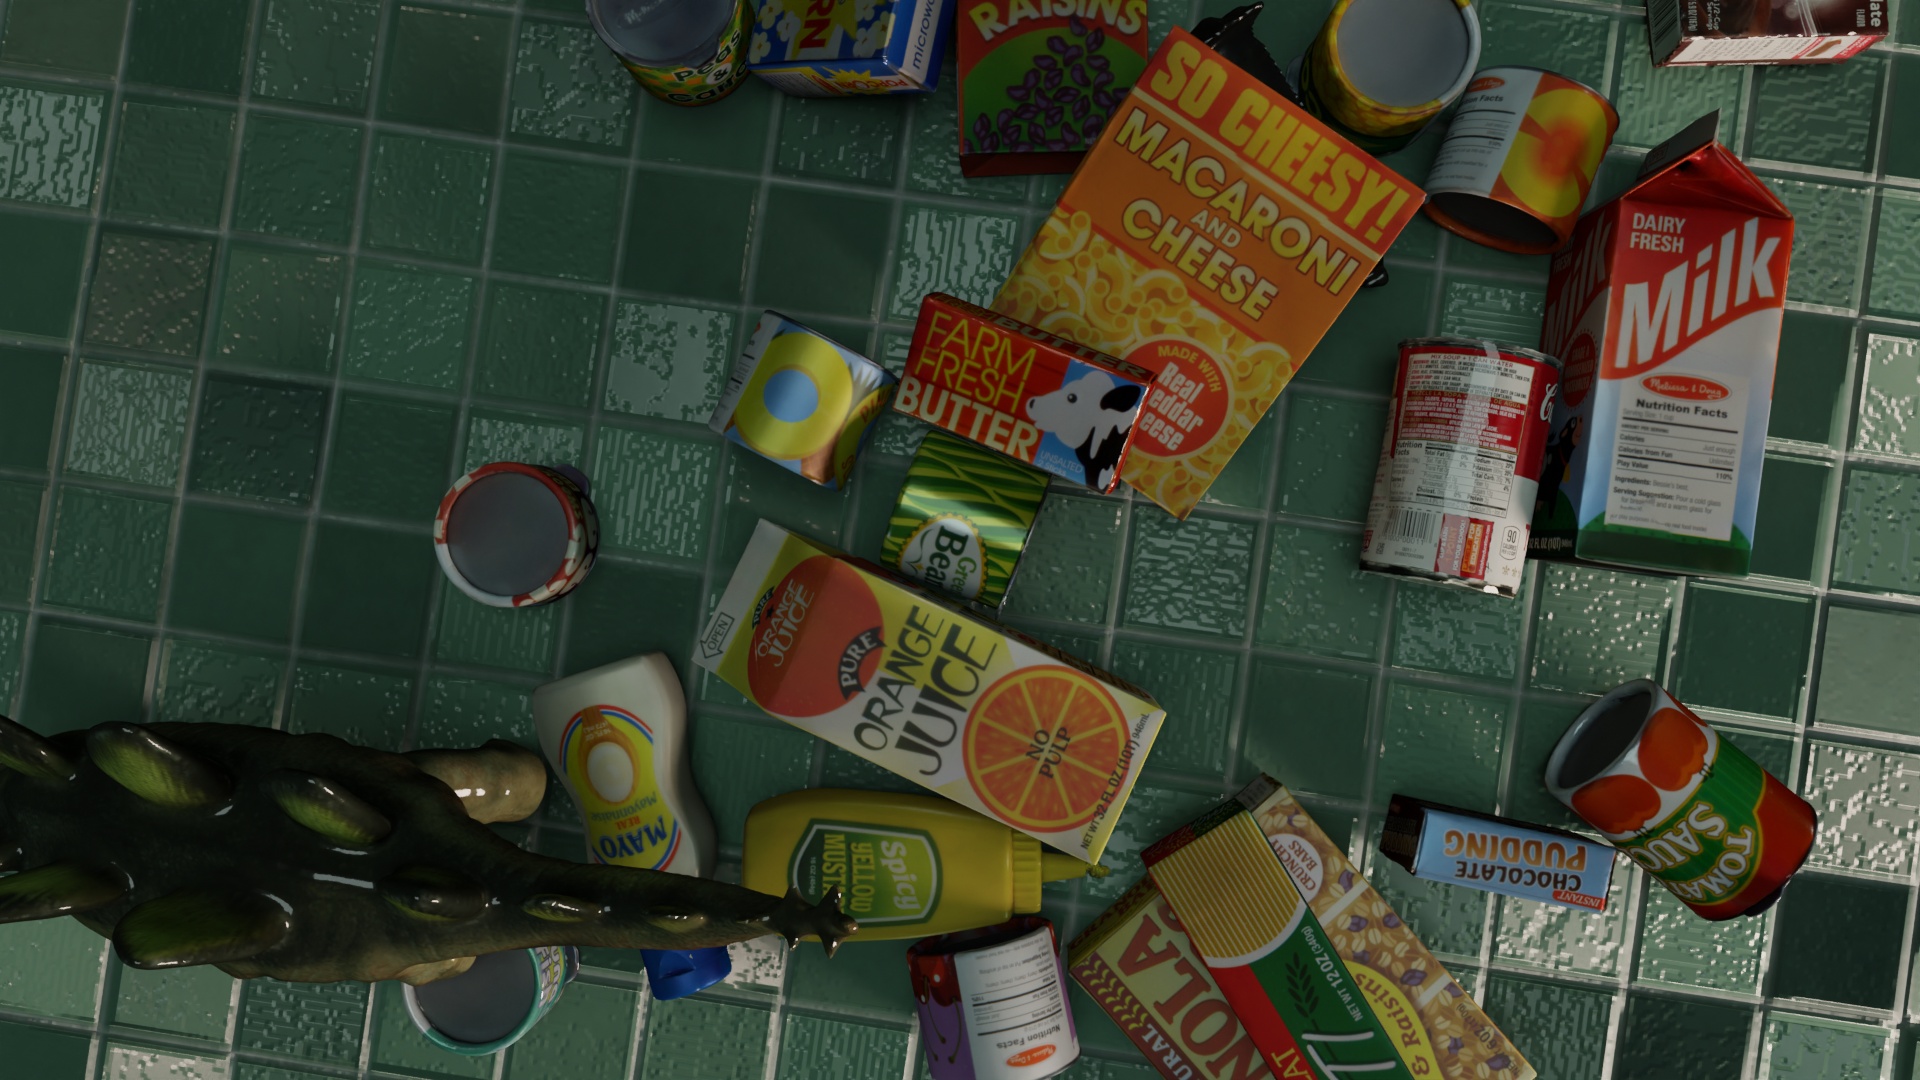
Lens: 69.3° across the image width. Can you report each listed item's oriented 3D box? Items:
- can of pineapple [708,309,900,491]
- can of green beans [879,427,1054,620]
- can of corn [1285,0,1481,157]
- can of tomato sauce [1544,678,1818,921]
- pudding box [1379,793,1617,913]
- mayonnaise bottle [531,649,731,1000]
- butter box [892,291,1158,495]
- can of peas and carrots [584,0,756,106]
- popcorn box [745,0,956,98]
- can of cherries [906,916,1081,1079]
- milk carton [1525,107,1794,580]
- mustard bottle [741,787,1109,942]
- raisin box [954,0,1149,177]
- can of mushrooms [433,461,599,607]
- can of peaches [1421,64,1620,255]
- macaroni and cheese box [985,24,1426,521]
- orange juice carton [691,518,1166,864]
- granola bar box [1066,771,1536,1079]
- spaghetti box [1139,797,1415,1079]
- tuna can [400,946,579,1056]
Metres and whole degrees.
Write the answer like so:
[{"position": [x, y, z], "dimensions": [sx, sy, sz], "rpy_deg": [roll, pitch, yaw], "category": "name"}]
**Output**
[{"position": [-0.067, -0.060, 0.609], "dimensions": [0.071, 0.071, 0.058], "rpy_deg": [27, 91, 2], "category": "can of pineapple"}, {"position": [0.003, -0.009, 0.605], "dimensions": [0.058, 0.071, 0.071], "rpy_deg": [21, 90, 3], "category": "can of green beans"}, {"position": [0.184, -0.209, 0.608], "dimensions": [0.071, 0.058, 0.071], "rpy_deg": [0, 89, 2], "category": "can of corn"}, {"position": [0.304, 0.111, 0.592], "dimensions": [0.083, 0.071, 0.071], "rpy_deg": [40, 91, 3], "category": "can of tomato sauce"}, {"position": [0.232, 0.135, 0.603], "dimensions": [0.084, 0.049, 0.030], "rpy_deg": [12, 88, 2], "category": "pudding box"}, {"position": [-0.140, 0.127, 0.619], "dimensions": [0.065, 0.041, 0.148], "rpy_deg": [-18, 88, 5], "category": "mayonnaise bottle"}, {"position": [0.026, -0.063, 0.588], "dimensions": [0.103, 0.024, 0.053], "rpy_deg": [23, 112, 8], "category": "butter box"}, {"position": [-0.125, -0.232, 0.619], "dimensions": [0.071, 0.059, 0.071], "rpy_deg": [0, 90, 2], "category": "can of peas and carrots"}, {"position": [-0.040, -0.260, 0.607], "dimensions": [0.085, 0.038, 0.126], "rpy_deg": [12, 89, 38], "category": "popcorn box"}, {"position": [0.012, 0.199, 0.601], "dimensions": [0.071, 0.071, 0.058], "rpy_deg": [-13, 84, 2], "category": "can of cherries"}, {"position": [0.296, -0.082, 0.595], "dimensions": [0.073, 0.072, 0.190], "rpy_deg": [8, 90, 2], "category": "milk carton"}, {"position": [-0.014, 0.142, 0.611], "dimensions": [0.160, 0.049, 0.065], "rpy_deg": [-1, 90, 2], "category": "mustard bottle"}, {"position": [0.040, -0.230, 0.623], "dimensions": [0.086, 0.040, 0.123], "rpy_deg": [-1, 88, 3], "category": "raisin box"}, {"position": [-0.199, -0.005, 0.629], "dimensions": [0.071, 0.033, 0.071], "rpy_deg": [0, 89, 3], "category": "can of mushrooms"}, {"position": [0.243, -0.162, 0.602], "dimensions": [0.071, 0.071, 0.058], "rpy_deg": [24, 90, 2], "category": "can of peaches"}, {"position": [0.094, -0.111, 0.591], "dimensions": [0.124, 0.040, 0.165], "rpy_deg": [35, 112, 2], "category": "macaroni and cheese box"}, {"position": [-0.016, 0.061, 0.601], "dimensions": [0.193, 0.073, 0.072], "rpy_deg": [25, 90, 3], "category": "orange juice carton"}, {"position": [0.146, 0.206, 0.609], "dimensions": [0.124, 0.039, 0.165], "rpy_deg": [-42, 88, 1], "category": "granola bar box"}, {"position": [0.161, 0.227, 0.573], "dimensions": [0.050, 0.028, 0.250], "rpy_deg": [-31, 87, 1], "category": "spaghetti box"}, {"position": [-0.211, 0.194, 0.625], "dimensions": [0.071, 0.033, 0.071], "rpy_deg": [0, 89, 2], "category": "tuna can"}]
